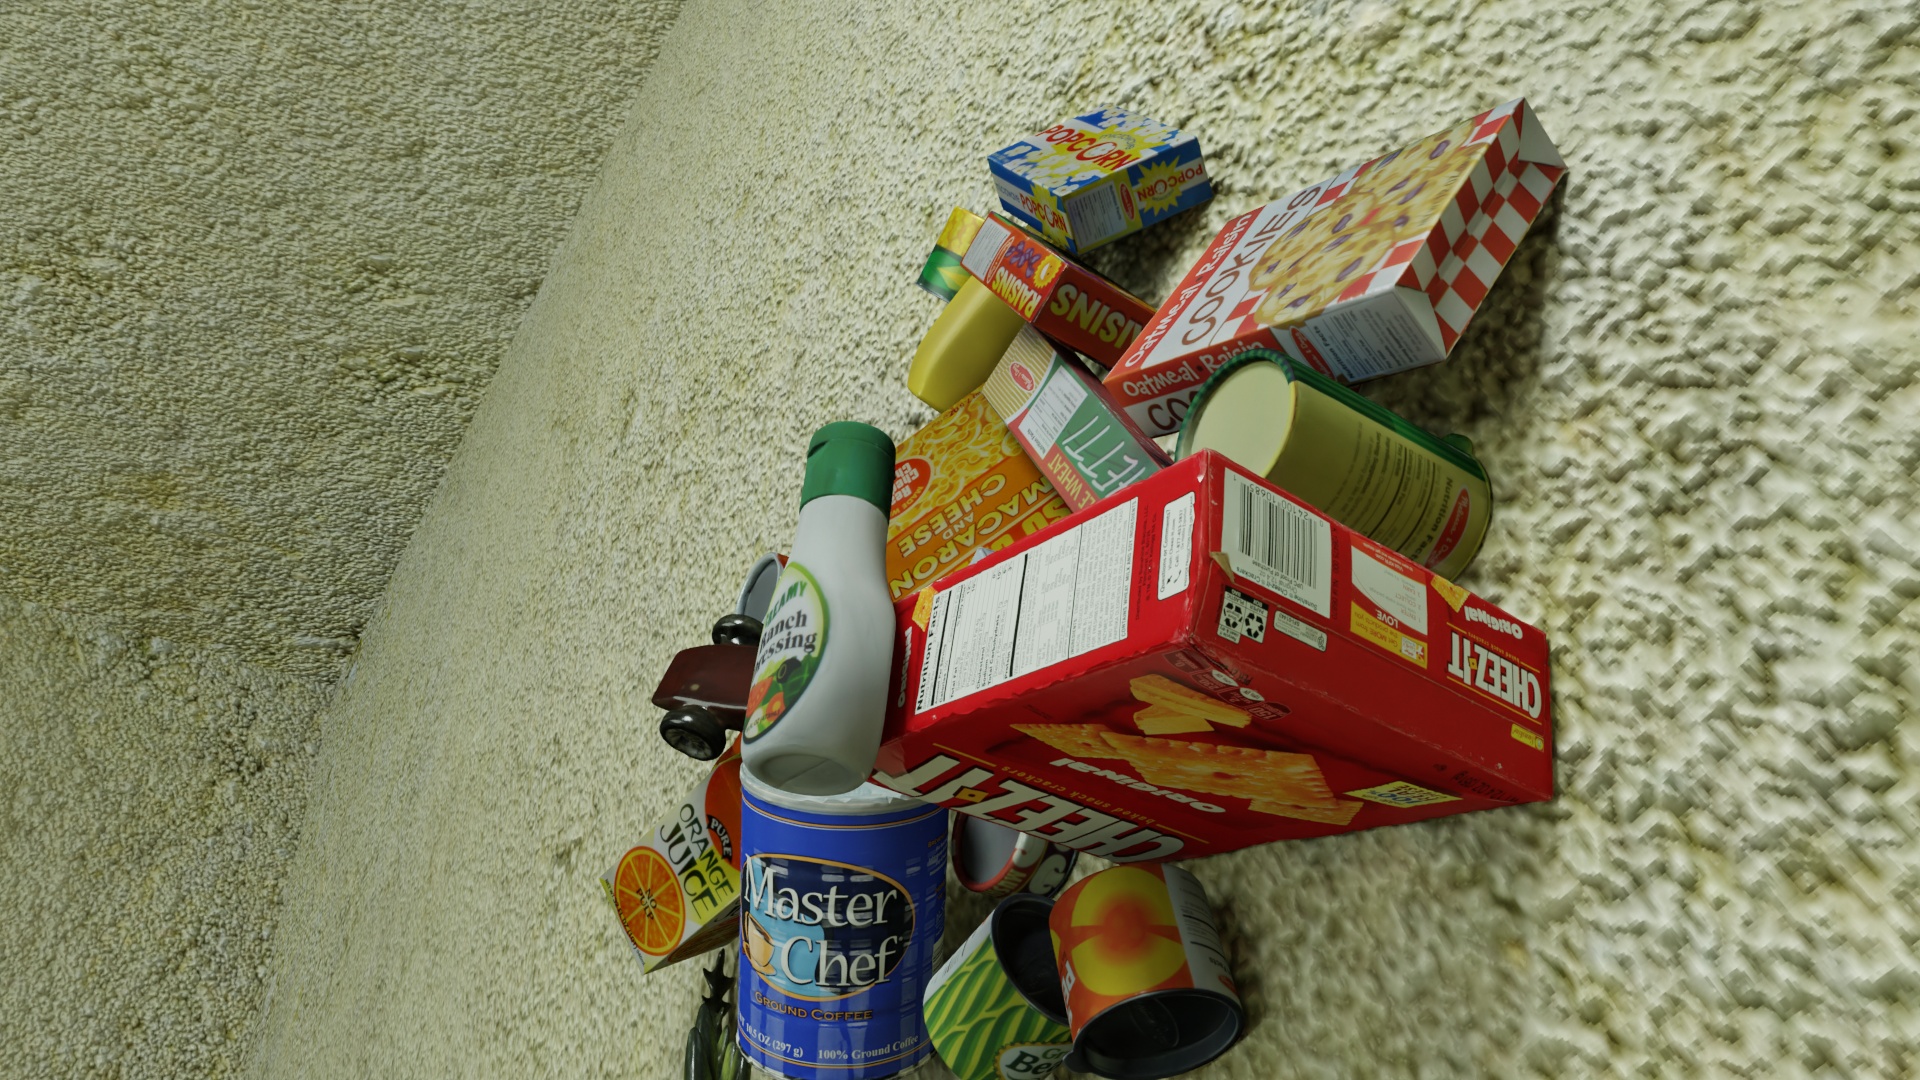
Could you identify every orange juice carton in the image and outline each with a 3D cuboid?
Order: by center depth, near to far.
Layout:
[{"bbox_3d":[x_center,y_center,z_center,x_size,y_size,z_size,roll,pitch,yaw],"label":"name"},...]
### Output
[{"bbox_3d":[-0.135,0.187,0.856,0.192,0.073,0.072,-43,67,32],"label":"orange juice carton"}]

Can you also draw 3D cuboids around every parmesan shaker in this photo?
[{"bbox_3d":[0.141,-0.026,0.526,0.071,0.103,0.071,-41,37,41],"label":"parmesan shaker"}]

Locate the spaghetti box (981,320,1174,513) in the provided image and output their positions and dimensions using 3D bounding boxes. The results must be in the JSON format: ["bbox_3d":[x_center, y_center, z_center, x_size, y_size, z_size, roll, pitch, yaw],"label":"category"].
[{"bbox_3d":[0.070,-0.037,0.677,0.050,0.028,0.251,-56,31,17],"label":"spaghetti box"}]

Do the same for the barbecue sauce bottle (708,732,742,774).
[{"bbox_3d":[-0.160,0.181,0.971,0.148,0.043,0.065,-60,27,13],"label":"barbecue sauce bottle"}]

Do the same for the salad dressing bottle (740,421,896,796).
[{"bbox_3d":[-0.050,0.022,0.536,0.064,0.044,0.148,-35,40,43],"label":"salad dressing bottle"}]

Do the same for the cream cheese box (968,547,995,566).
[{"bbox_3d":[0.054,0.037,0.633,0.024,0.104,0.053,-63,27,19],"label":"cream cheese box"}]

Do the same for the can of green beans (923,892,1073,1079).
[{"bbox_3d":[0.026,0.198,0.604,0.057,0.071,0.071,-53,31,27],"label":"can of green beans"}]

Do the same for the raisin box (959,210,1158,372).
[{"bbox_3d":[0.060,-0.134,0.769,0.040,0.086,0.124,-59,29,13],"label":"raisin box"}]

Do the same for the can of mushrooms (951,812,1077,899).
[{"bbox_3d":[0.026,0.145,0.679,0.070,0.033,0.071,-39,38,41],"label":"can of mushrooms"}]

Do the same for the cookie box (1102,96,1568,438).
[{"bbox_3d":[0.152,-0.108,0.586,0.123,0.040,0.167,-51,20,-27],"label":"cookie box"}]

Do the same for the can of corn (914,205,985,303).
[{"bbox_3d":[0.014,-0.177,0.907,0.058,0.071,0.071,-62,28,10],"label":"can of corn"}]

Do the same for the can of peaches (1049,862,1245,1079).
[{"bbox_3d":[0.069,0.169,0.545,0.071,0.071,0.058,-50,31,30],"label":"can of peaches"}]

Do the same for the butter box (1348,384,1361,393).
[{"bbox_3d":[0.139,-0.035,0.622,0.053,0.024,0.103,18,86,63],"label":"butter box"}]

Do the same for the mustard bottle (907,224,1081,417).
[{"bbox_3d":[0.032,-0.145,0.857,0.160,0.065,0.049,-54,23,4],"label":"mustard bottle"}]

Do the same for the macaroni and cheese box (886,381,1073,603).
[{"bbox_3d":[0.003,-0.010,0.783,0.123,0.040,0.167,-36,35,7],"label":"macaroni and cheese box"}]

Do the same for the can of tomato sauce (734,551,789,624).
[{"bbox_3d":[-0.097,0.051,0.914,0.071,0.083,0.071,-41,37,42],"label":"can of tomato sauce"}]

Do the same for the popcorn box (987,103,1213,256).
[{"bbox_3d":[0.077,-0.211,0.801,0.085,0.038,0.127,-25,30,-7],"label":"popcorn box"}]
